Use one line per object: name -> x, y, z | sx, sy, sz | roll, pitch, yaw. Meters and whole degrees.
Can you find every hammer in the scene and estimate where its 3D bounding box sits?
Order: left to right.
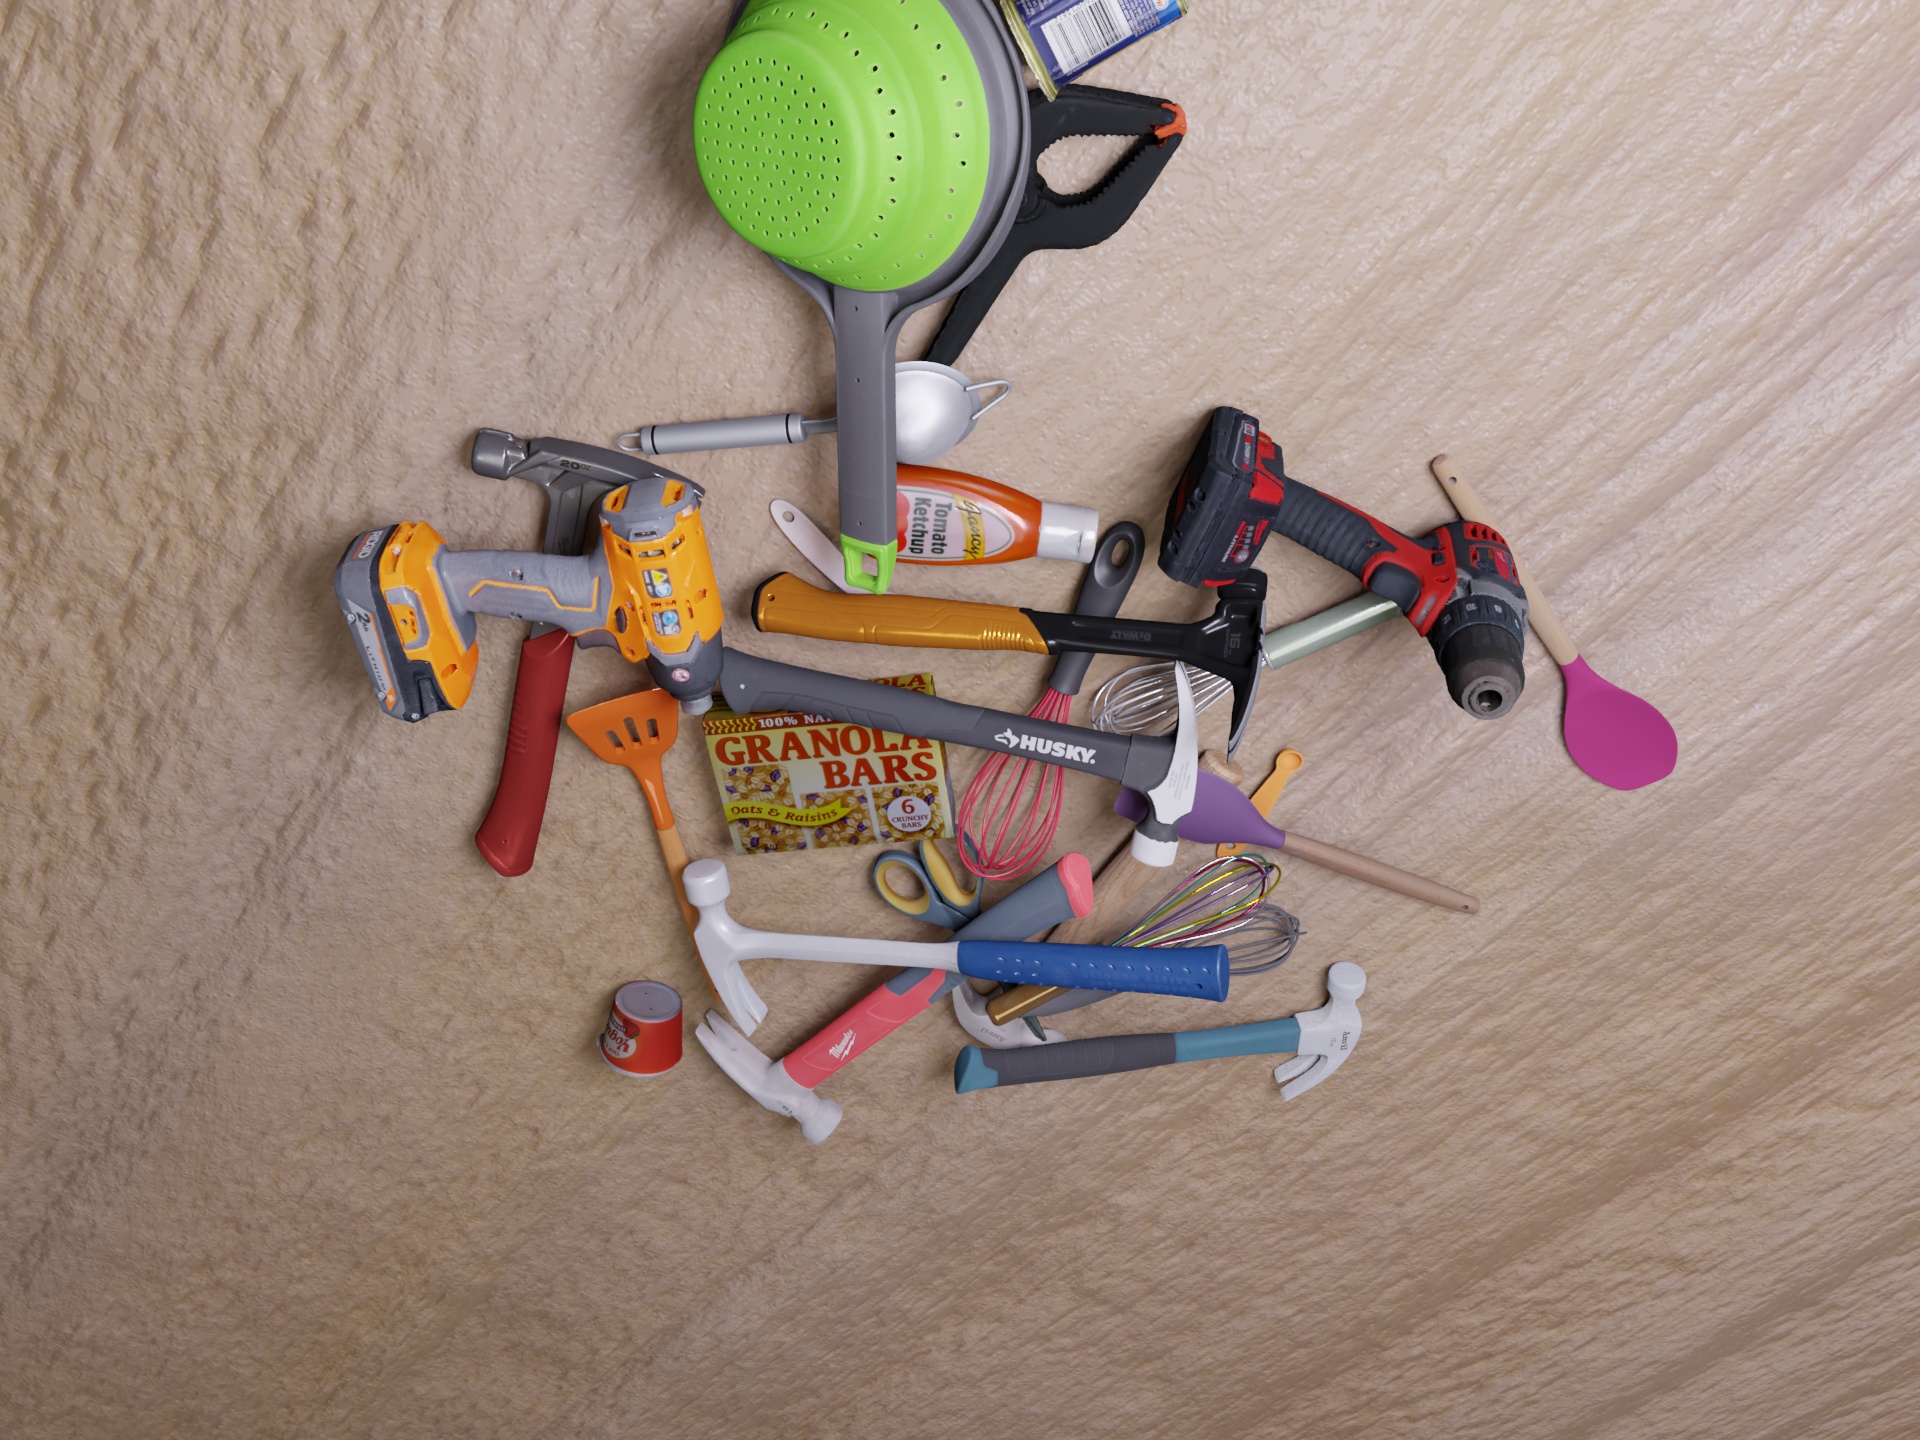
hammer -> -0.286, -0.030, 1.126 | 0.149, 0.037, 0.358 | 14, 123, -7
hammer -> -0.049, 0.199, 1.230 | 0.143, 0.038, 0.386 | 44, 124, -9
hammer -> -0.009, 0.176, 1.157 | 0.405, 0.035, 0.144 | 1, 117, 21
hammer -> -0.002, -0.003, 1.080 | 0.335, 0.035, 0.146 | 12, 111, 3
hammer -> 0.026, -0.053, 1.034 | 0.337, 0.127, 0.034 | 6, 158, 10
hammer -> 0.104, 0.144, 1.231 | 0.130, 0.031, 0.331 | 27, 121, -16
hammer -> 0.159, 0.265, 1.285 | 0.331, 0.033, 0.128 | -5, 127, -4

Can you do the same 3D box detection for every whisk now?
whisk -> 0.066, -0.008, 1.116 | 0.073, 0.073, 0.295 | 17, 117, -9
whisk -> 0.130, 0.165, 1.189 | 0.245, 0.047, 0.051 | -28, 141, -1
whisk -> 0.152, 0.190, 1.223 | 0.239, 0.055, 0.055 | -15, 124, -5
whisk -> 0.203, -0.043, 1.094 | 0.246, 0.059, 0.057 | -24, 157, 13

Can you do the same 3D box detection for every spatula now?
spatula -> -0.218, 0.103, 1.211 | 0.081, 0.041, 0.322 | -16, 126, -8
spatula -> 0.258, 0.094, 1.177 | 0.315, 0.018, 0.059 | 20, 119, -19

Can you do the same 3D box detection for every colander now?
colander -> -0.074, -0.239, 0.881 | 0.205, 0.094, 0.396 | 18, 125, 26

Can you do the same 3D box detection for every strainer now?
strainer -> -0.096, -0.184, 1.009 | 0.258, 0.050, 0.086 | -3, 148, 11

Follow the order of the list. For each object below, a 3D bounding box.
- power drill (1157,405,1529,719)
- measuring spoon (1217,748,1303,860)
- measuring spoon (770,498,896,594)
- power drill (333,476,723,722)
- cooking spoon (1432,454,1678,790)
power drill -> 0.239, -0.091, 0.966 | 0.226, 0.188, 0.080 | 22, 124, -2
measuring spoon -> 0.221, 0.063, 1.186 | 0.021, 0.011, 0.116 | 19, 127, -11
measuring spoon -> -0.083, -0.107, 1.081 | 0.034, 0.018, 0.124 | -37, 109, 24
power drill -> -0.268, -0.063, 1.036 | 0.226, 0.084, 0.164 | -7, 124, 2
cooking spoon -> 0.404, -0.061, 1.086 | 0.069, 0.017, 0.318 | -27, 120, 29
